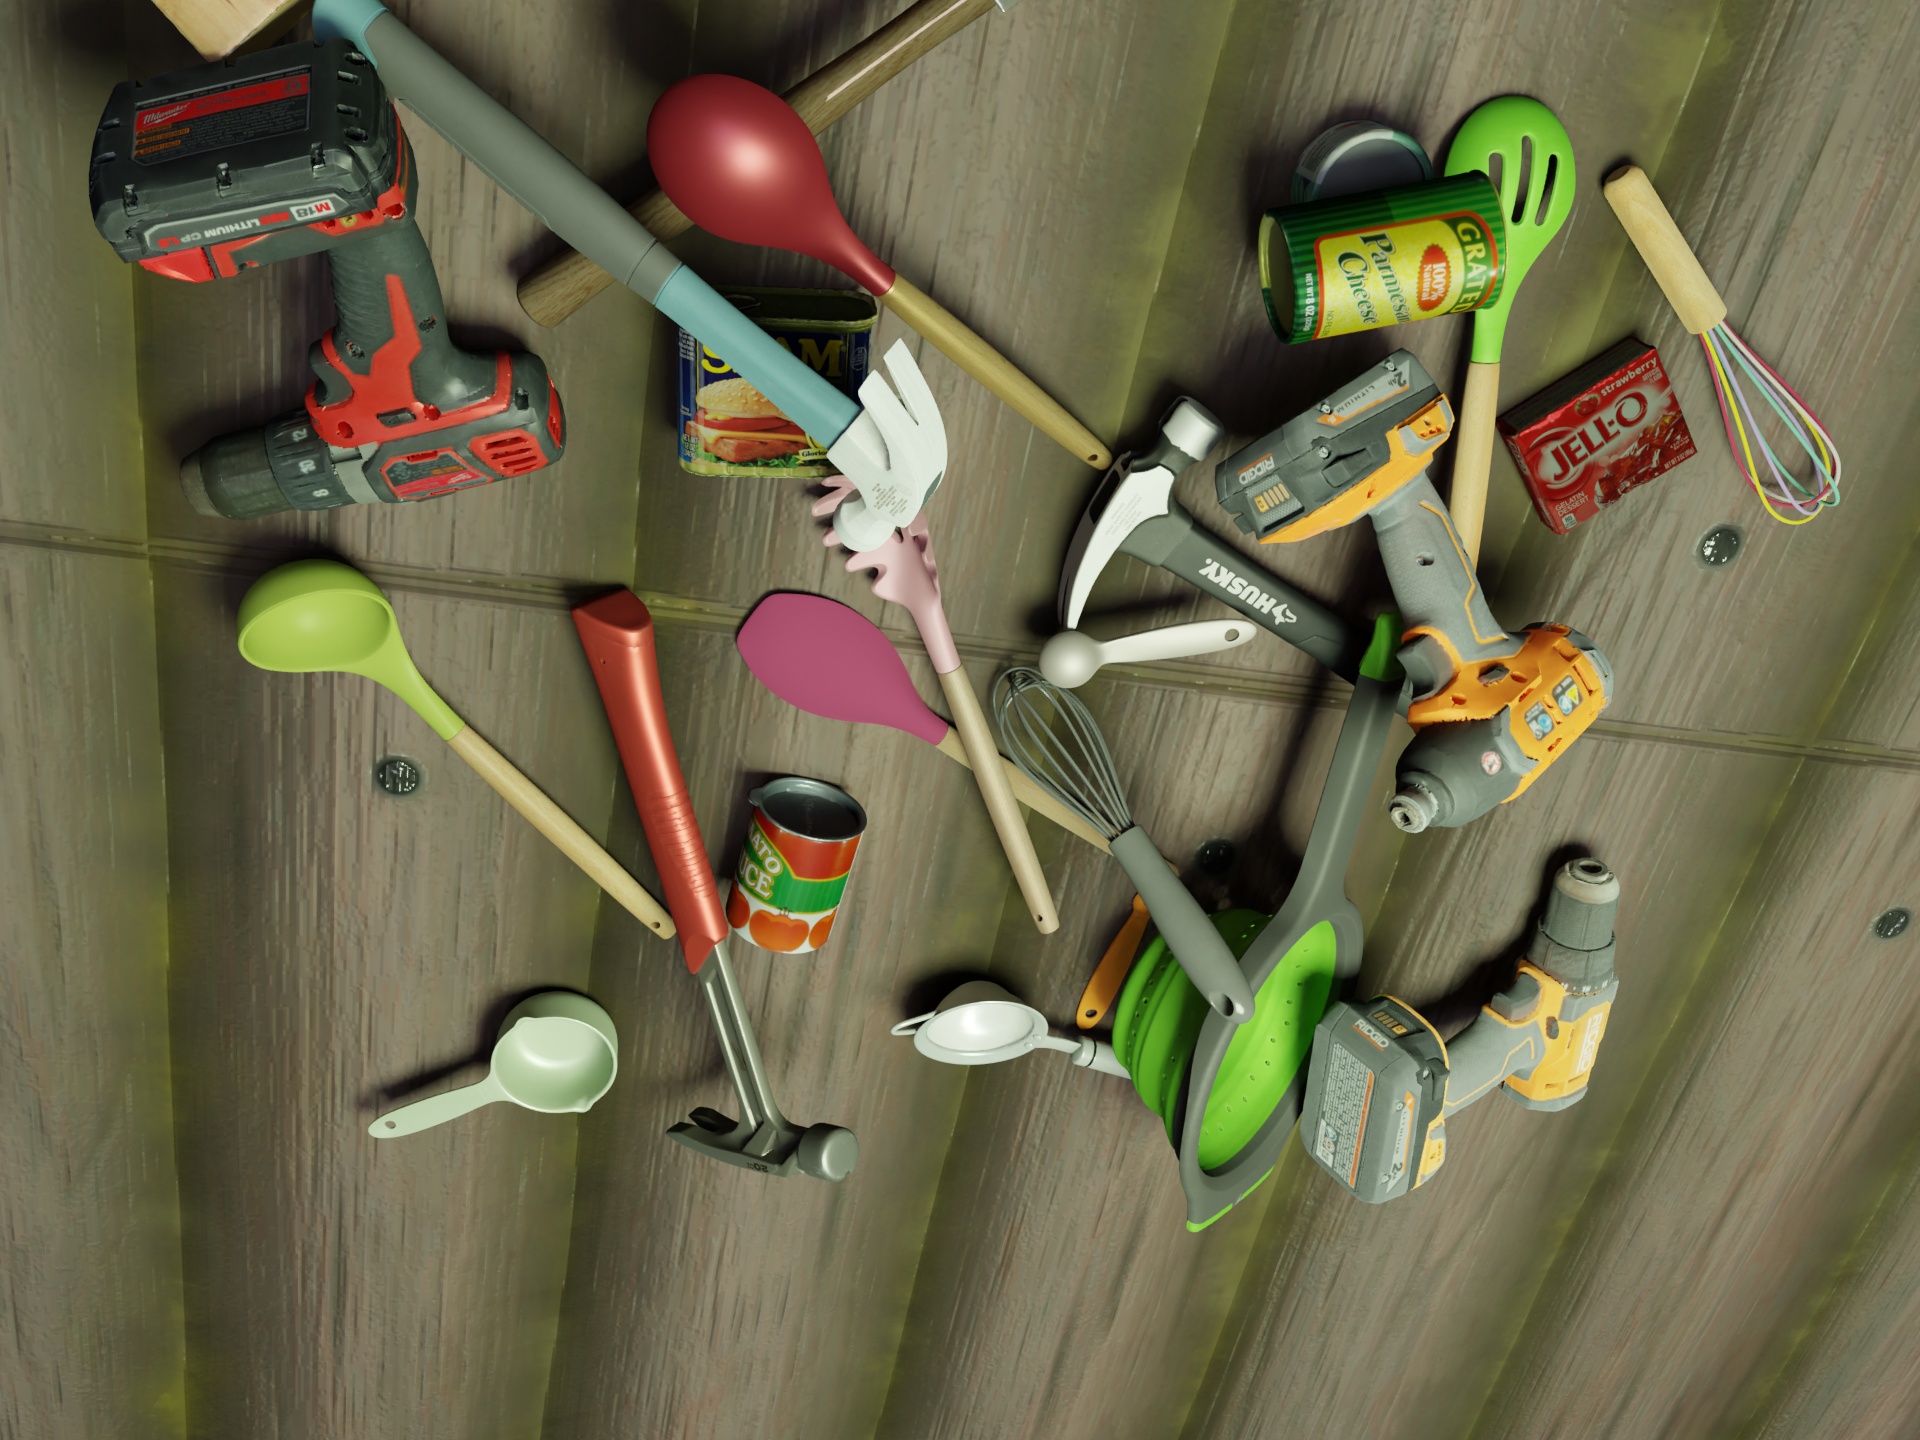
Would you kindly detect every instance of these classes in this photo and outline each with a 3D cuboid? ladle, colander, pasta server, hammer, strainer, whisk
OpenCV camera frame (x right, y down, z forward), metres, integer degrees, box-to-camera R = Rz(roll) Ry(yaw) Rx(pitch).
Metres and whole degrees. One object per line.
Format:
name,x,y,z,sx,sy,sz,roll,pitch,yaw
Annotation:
ladle,-0.021,-0.196,0.763,0.069,0.031,0.315,-33,141,27
colander,0.176,0.110,0.960,0.204,0.095,0.397,-14,122,-50
pasta server,-0.001,-0.003,0.904,0.060,0.040,0.316,-2,121,36
hammer,-0.141,-0.202,0.706,0.331,0.128,0.033,38,66,-11
strainer,0.072,0.213,1.041,0.258,0.050,0.086,19,137,-19
hammer,0.209,-0.045,0.925,0.334,0.035,0.146,28,115,-22
hammer,-0.161,0.100,0.918,0.149,0.037,0.359,1,112,41
whisk,0.091,0.068,0.893,0.055,0.055,0.239,-37,74,12
ladle,-0.267,0.031,0.892,0.078,0.062,0.319,-30,121,17
hammer,-0.073,-0.279,0.730,0.331,0.130,0.031,-29,109,17
whisk,0.417,-0.199,0.870,0.047,0.051,0.244,-36,114,18

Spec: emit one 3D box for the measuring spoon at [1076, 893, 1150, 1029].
measuring spoon,0.103,0.159,1.036,0.021,0.011,0.117,16,115,-16

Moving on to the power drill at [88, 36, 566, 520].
power drill,-0.301,-0.177,0.724,0.188,0.080,0.226,-13,149,0

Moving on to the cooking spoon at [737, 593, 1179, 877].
cooking spoon,0.009,0.021,0.945,0.318,0.017,0.068,32,109,-21

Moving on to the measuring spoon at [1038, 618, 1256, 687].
measuring spoon,0.105,-0.038,0.883,0.124,0.018,0.034,-9,123,-2

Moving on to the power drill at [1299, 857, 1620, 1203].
power drill,0.333,0.193,1.018,0.226,0.084,0.185,-16,123,-27

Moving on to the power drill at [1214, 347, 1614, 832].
power drill,0.229,-0.059,0.816,0.164,0.084,0.226,-35,95,-33

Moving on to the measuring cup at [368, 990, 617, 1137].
measuring cup,-0.294,0.221,1.002,0.167,0.038,0.083,-21,119,6

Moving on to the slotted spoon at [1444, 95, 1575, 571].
slotted spoon,0.281,-0.167,0.855,0.070,0.031,0.313,-2,113,-6
